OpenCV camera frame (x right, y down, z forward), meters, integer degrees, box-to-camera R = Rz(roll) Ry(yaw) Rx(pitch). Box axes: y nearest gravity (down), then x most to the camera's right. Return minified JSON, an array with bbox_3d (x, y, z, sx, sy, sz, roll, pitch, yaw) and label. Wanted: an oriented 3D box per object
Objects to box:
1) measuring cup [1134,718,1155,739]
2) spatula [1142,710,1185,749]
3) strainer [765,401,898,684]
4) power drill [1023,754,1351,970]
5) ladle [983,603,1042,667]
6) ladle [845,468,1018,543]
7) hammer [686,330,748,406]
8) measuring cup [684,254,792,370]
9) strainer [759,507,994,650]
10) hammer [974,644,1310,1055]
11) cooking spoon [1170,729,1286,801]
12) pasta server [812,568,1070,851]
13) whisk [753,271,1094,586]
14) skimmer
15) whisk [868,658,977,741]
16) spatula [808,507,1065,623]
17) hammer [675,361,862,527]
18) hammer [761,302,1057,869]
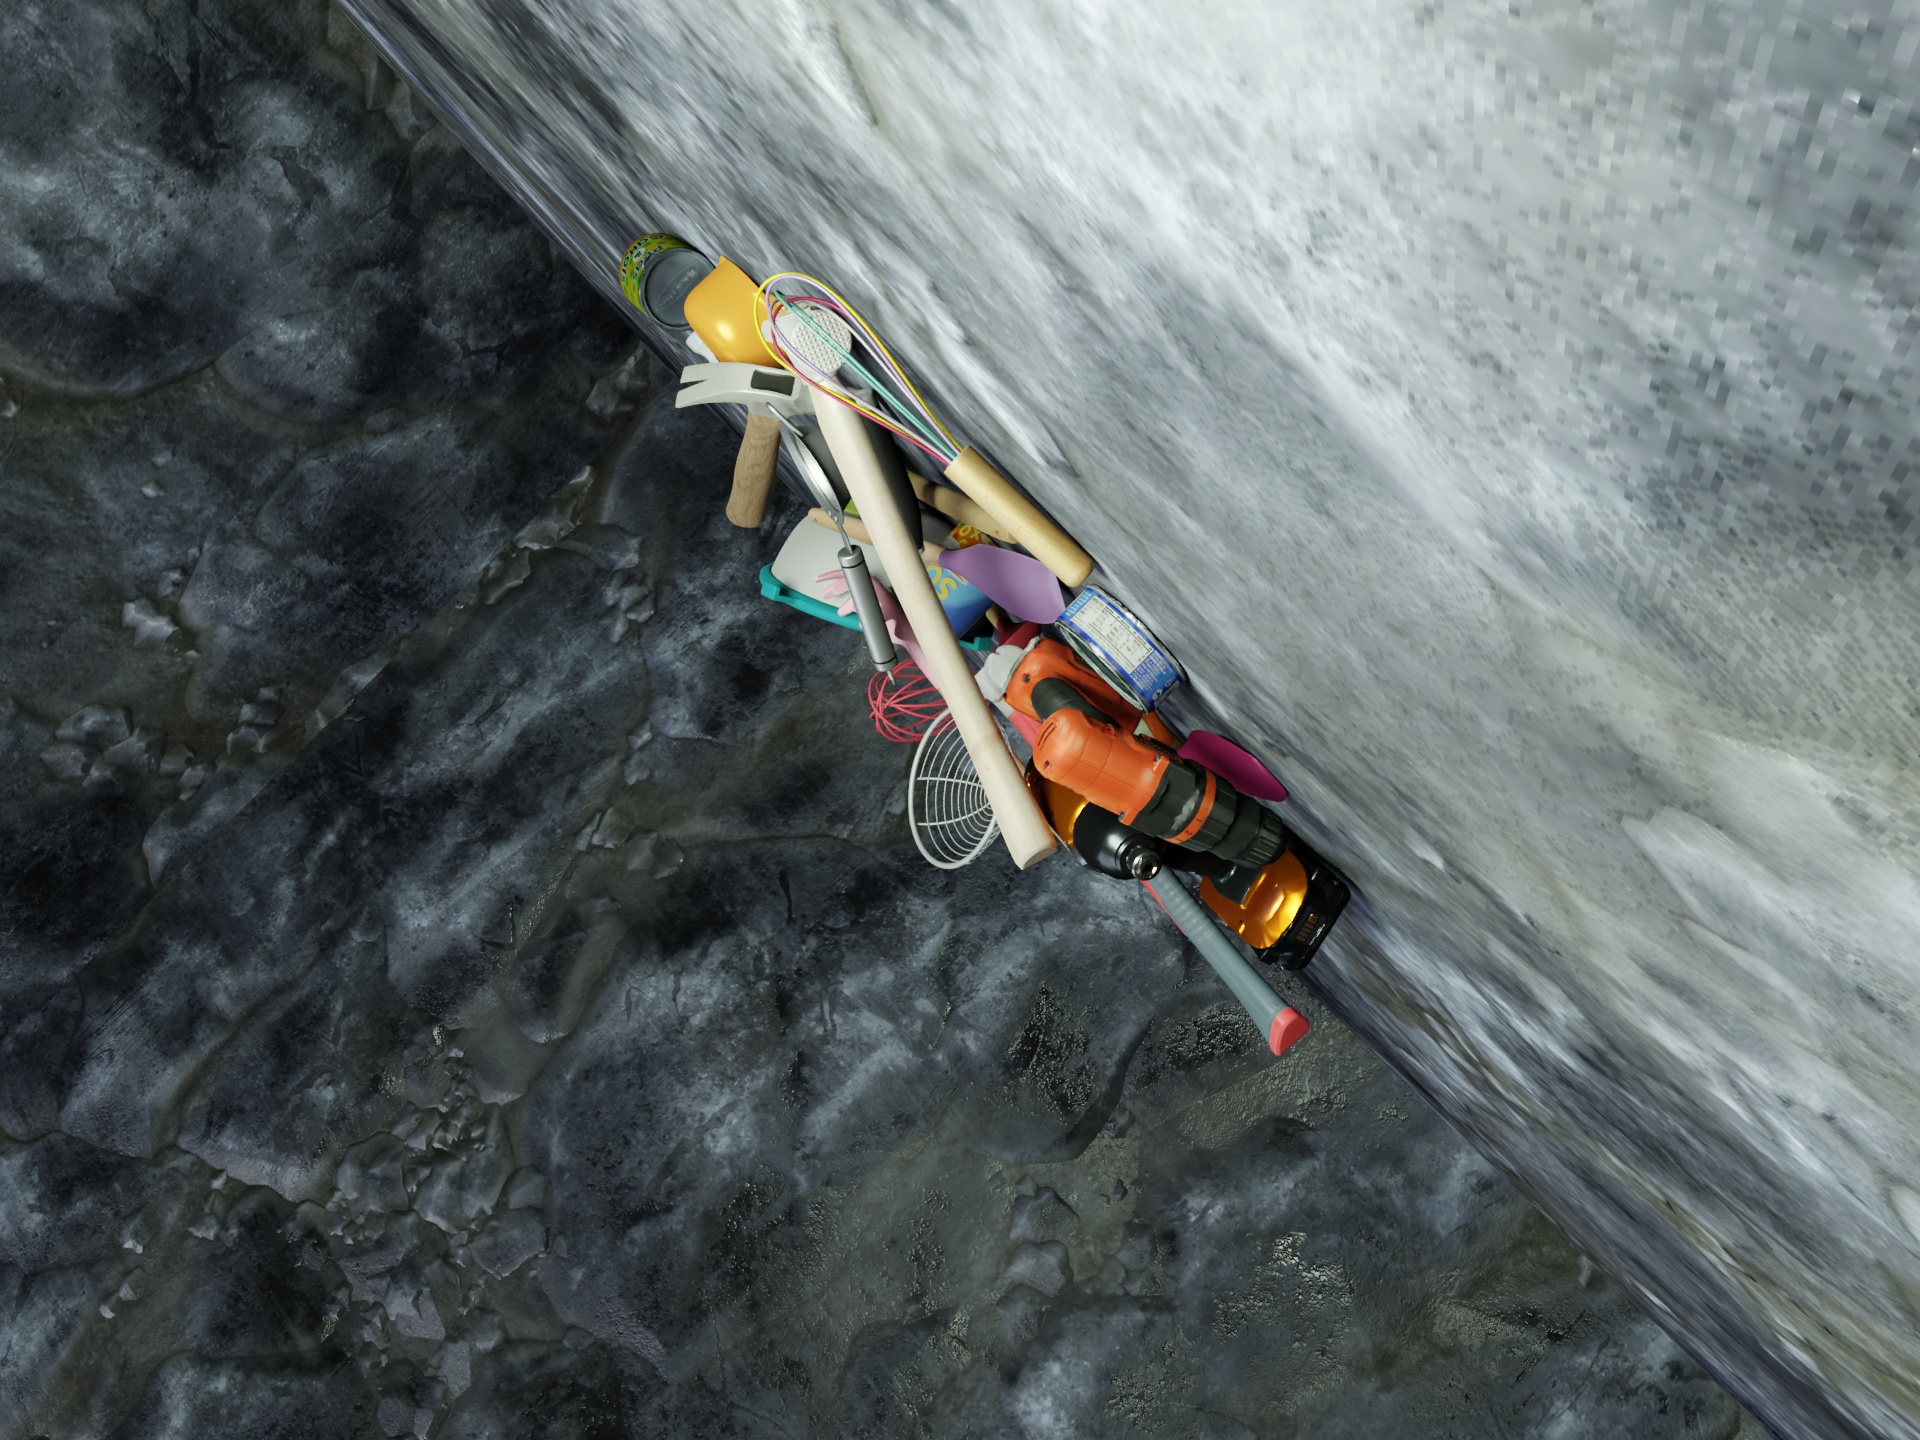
[{"bbox_3d":[0.186,0.057,1.335,0.167,0.083,0.038,29,177,-21],"label":"measuring cup"},{"bbox_3d":[0.174,0.037,1.280,0.322,0.041,0.081,44,169,-30],"label":"spatula"},{"bbox_3d":[-0.082,-0.129,1.172,0.087,0.050,0.258,47,160,51],"label":"strainer"},{"bbox_3d":[0.165,0.099,1.136,0.226,0.084,0.164,25,-169,-25],"label":"power drill"},{"bbox_3d":[0.036,-0.095,1.499,0.031,0.069,0.315,45,-174,-14],"label":"ladle"},{"bbox_3d":[-0.036,-0.165,1.179,0.320,0.062,0.078,39,157,60],"label":"ladle"},{"bbox_3d":[-0.245,-0.384,1.678,0.128,0.033,0.331,46,179,-8],"label":"hammer"},{"bbox_3d":[-0.153,-0.280,1.136,0.095,0.052,0.174,48,179,-19],"label":"measuring cup"},{"bbox_3d":[-0.064,-0.160,1.446,0.211,0.095,0.340,14,-163,-6],"label":"strainer"},{"bbox_3d":[0.140,0.109,1.291,0.386,0.038,0.143,51,166,7],"label":"hammer"},{"bbox_3d":[0.148,0.027,1.183,0.068,0.017,0.319,45,169,-17],"label":"cooking spoon"},{"bbox_3d":[-0.002,-0.004,1.283,0.316,0.040,0.060,51,169,-10],"label":"pasta server"},{"bbox_3d":[-0.021,-0.161,0.902,0.245,0.047,0.051,42,179,-7],"label":"whisk"},{"bbox_3d":[-0.039,-0.058,1.162,0.127,0.090,0.363,31,146,54],"label":"skimmer"},{"bbox_3d":[0.016,-0.029,1.435,0.073,0.073,0.295,45,-149,23],"label":"whisk"},{"bbox_3d":[-0.026,-0.127,1.215,0.316,0.018,0.059,25,142,47],"label":"spatula"},{"bbox_3d":[-0.164,-0.212,1.270,0.130,0.031,0.331,13,169,-9],"label":"hammer"},{"bbox_3d":[-0.028,-0.082,1.066,0.410,0.038,0.146,66,173,-20],"label":"hammer"}]
